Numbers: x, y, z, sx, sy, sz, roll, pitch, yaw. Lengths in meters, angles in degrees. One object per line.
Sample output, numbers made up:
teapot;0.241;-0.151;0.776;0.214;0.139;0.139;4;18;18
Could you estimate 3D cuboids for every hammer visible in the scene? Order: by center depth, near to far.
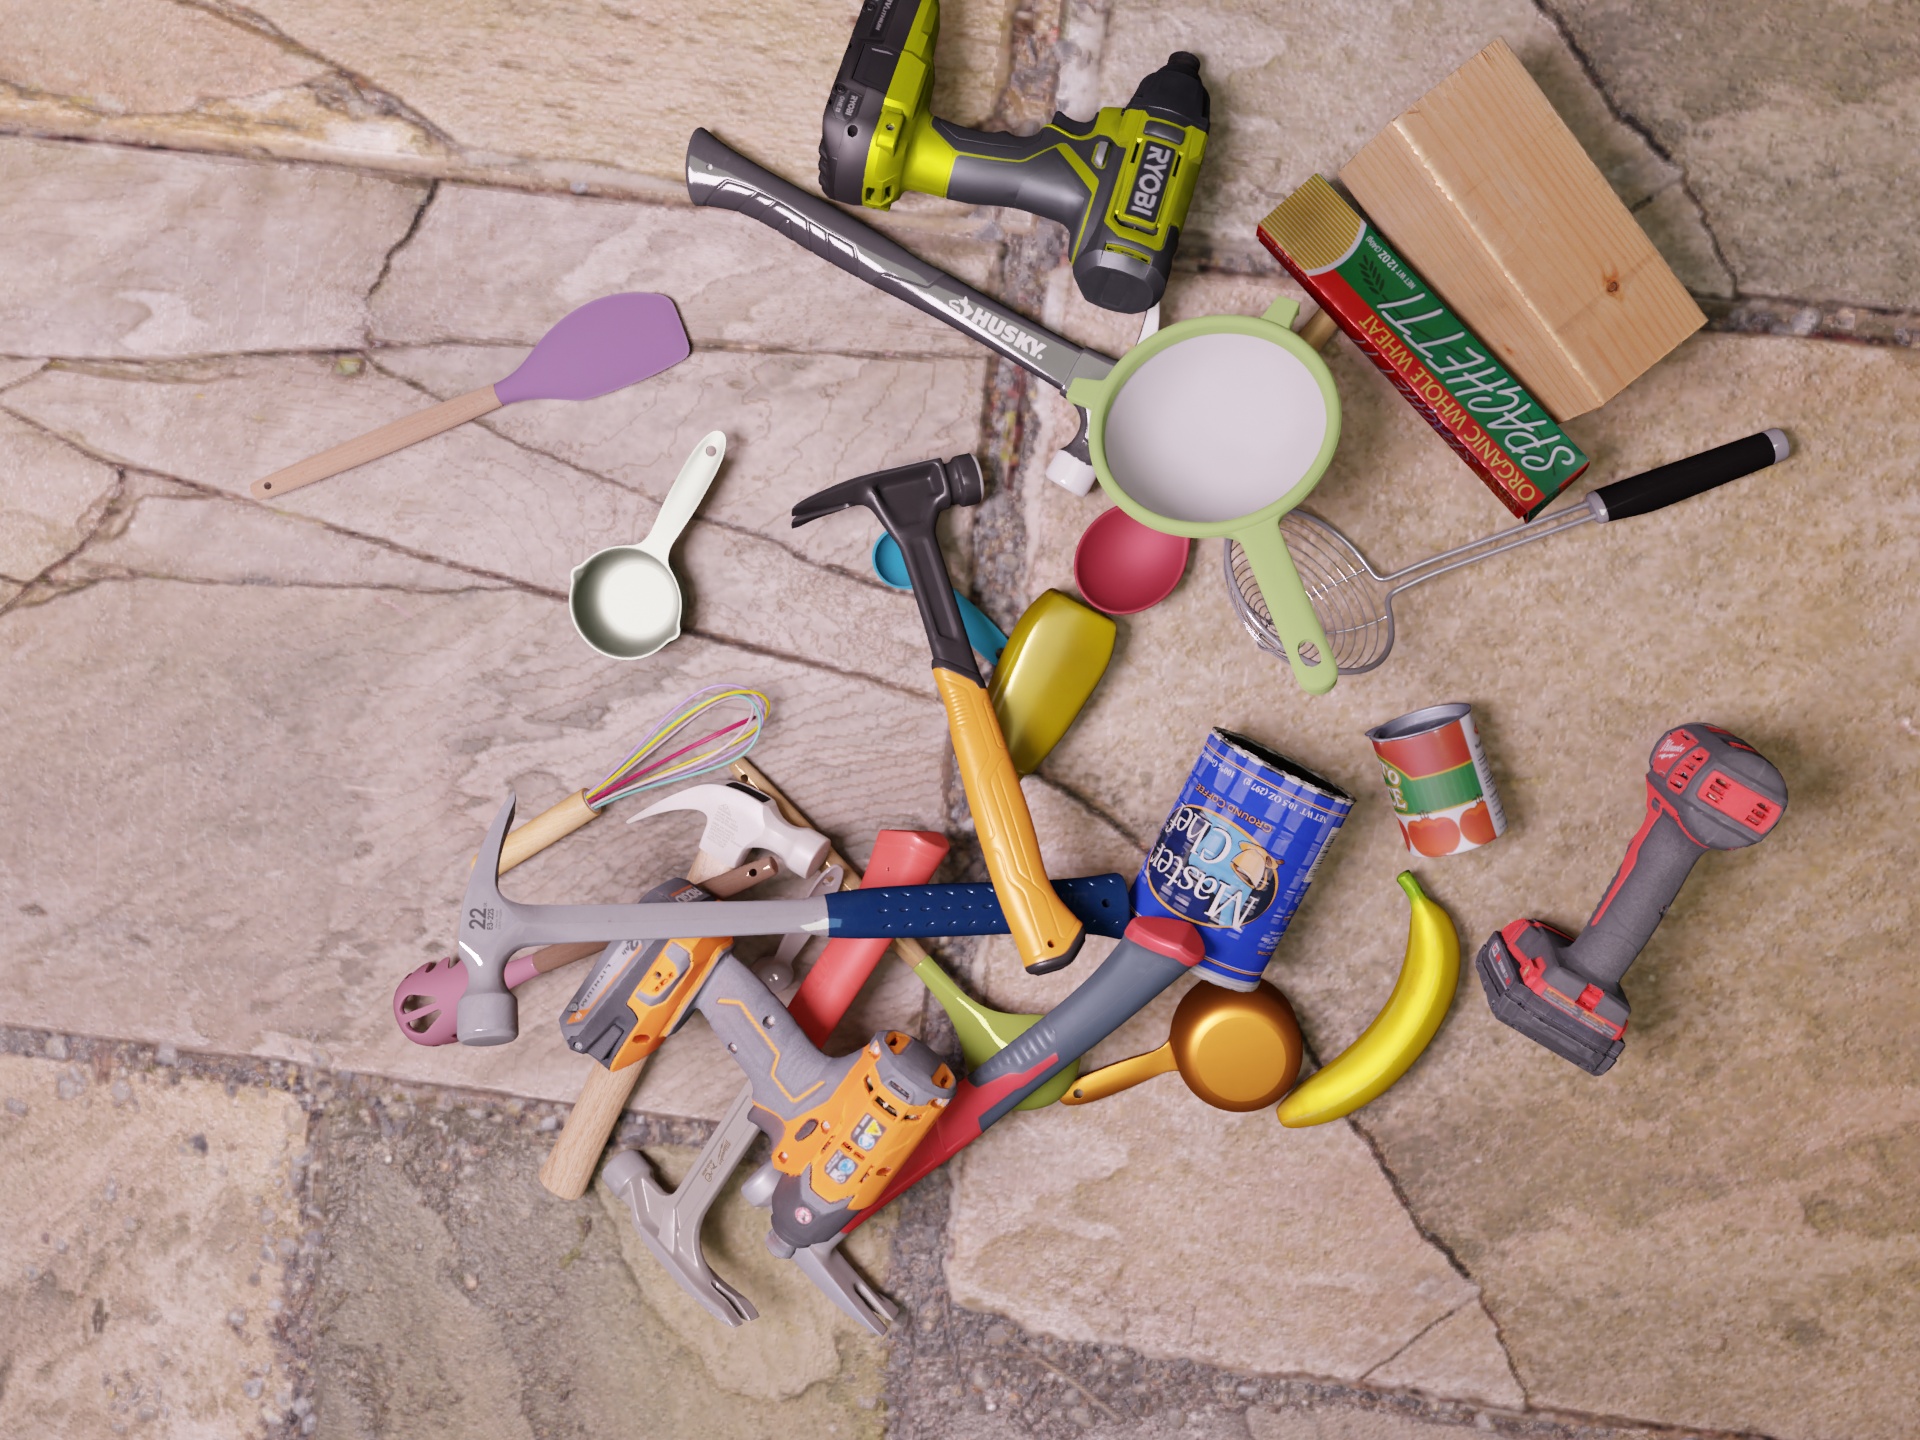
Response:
hammer;-0.093;0.113;0.965;0.405;0.035;0.144;0;69;-16
hammer;-0.002;-0.003;0.992;0.127;0.034;0.337;-15;76;-12
hammer;-0.028;-0.288;1.023;0.335;0.035;0.146;29;100;0
hammer;0.022;0.262;1.043;0.143;0.038;0.386;48;115;2
hammer;-0.107;0.226;1.062;0.149;0.036;0.359;39;105;25
hammer;-0.215;0.189;1.101;0.130;0.031;0.331;30;103;12

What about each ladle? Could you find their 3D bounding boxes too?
ladle;0.185;-0.197;1.025;0.069;0.031;0.315;40;97;6
ladle;-0.042;0.142;1.090;0.320;0.062;0.078;47;111;4

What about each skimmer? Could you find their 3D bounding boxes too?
skimmer;0.343;-0.125;0.992;0.363;0.090;0.127;-19;65;4

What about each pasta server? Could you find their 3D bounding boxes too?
pasta server;-0.261;0.154;1.082;0.316;0.040;0.060;-23;89;14

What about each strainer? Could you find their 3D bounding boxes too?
strainer;0.173;-0.122;0.957;0.151;0.069;0.257;-21;67;8

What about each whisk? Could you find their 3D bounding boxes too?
whisk;-0.232;0.047;1.087;0.245;0.047;0.051;-31;83;12

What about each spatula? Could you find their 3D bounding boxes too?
spatula;-0.333;-0.211;1.065;0.316;0.018;0.060;-21;96;6

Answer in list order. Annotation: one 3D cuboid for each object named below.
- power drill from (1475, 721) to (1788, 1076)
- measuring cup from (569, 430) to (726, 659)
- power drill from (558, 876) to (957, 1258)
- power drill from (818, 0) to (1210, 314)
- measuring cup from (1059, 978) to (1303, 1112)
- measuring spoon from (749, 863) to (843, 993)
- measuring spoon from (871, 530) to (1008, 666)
power drill;0.422;0.100;1.001;0.078;0.143;0.219;30;106;3
measuring cup;-0.197;-0.118;1.060;0.083;0.038;0.167;31;97;-1
power drill;-0.136;0.224;1.004;0.226;0.084;0.164;36;101;6
power drill;0.038;-0.361;0.976;0.223;0.080;0.171;17;75;-1
measuring cup;0.148;0.235;1.078;0.173;0.052;0.095;-22;96;5
measuring spoon;-0.112;0.140;1.086;0.034;0.018;0.124;13;121;-35
measuring spoon;-0.008;-0.079;1.065;0.042;0.021;0.128;-45;102;2
